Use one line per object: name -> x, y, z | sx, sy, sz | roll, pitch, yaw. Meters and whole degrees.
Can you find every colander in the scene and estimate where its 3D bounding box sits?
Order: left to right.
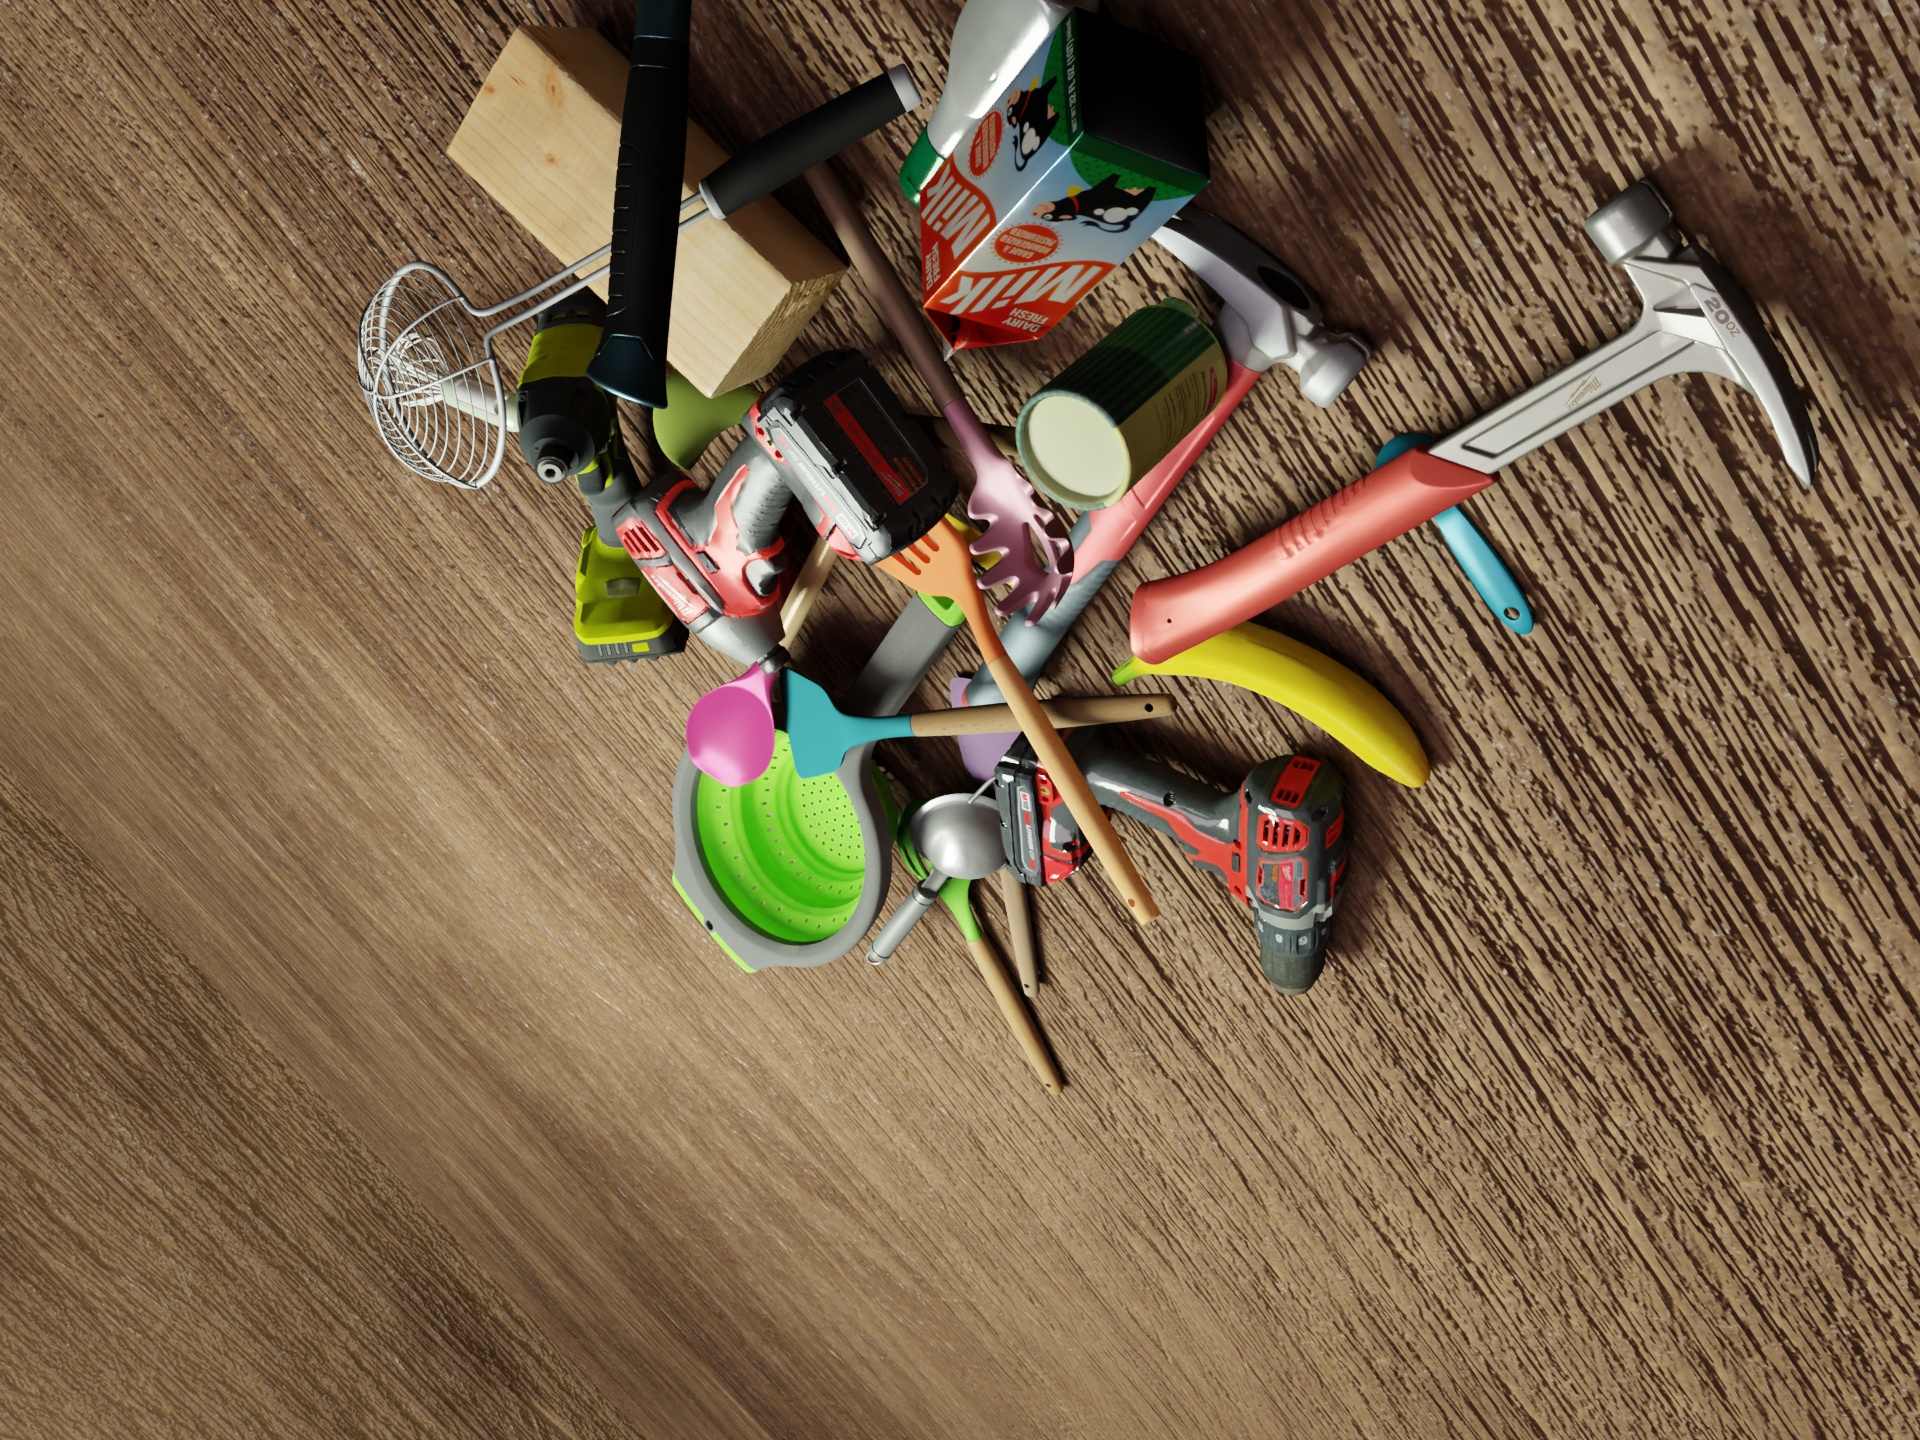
colander -> -0.075, 0.024, 1.176 | 0.205, 0.094, 0.397 | 48, 125, 15

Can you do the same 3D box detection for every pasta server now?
pasta server -> -0.022, -0.198, 0.883 | 0.060, 0.040, 0.316 | -34, 84, 45

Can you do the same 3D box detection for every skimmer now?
skimmer -> -0.180, -0.250, 0.873 | 0.363, 0.090, 0.127 | -26, 89, 10

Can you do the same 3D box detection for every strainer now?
strainer -> -0.022, 0.129, 1.213 | 0.087, 0.050, 0.258 | 22, 138, -12

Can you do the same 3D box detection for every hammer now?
hammer -> -0.153, -0.325, 0.799 | 0.128, 0.033, 0.331 | 8, 97, 9
hammer -> 0.075, -0.123, 0.932 | 0.143, 0.038, 0.386 | 40, 140, 4
hammer -> 0.224, -0.104, 0.799 | 0.359, 0.037, 0.149 | -31, 97, 44

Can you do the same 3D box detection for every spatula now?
spatula -> -0.002, -0.003, 1.041 | 0.317, 0.044, 0.082 | -4, 100, 32
spatula -> 0.028, -0.014, 0.975 | 0.323, 0.041, 0.081 | 60, 139, 16
spatula -> 0.037, 0.097, 1.196 | 0.060, 0.018, 0.315 | 12, 132, 26

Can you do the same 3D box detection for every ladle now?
ladle -> -0.065, -0.177, 0.971 | 0.320, 0.078, 0.062 | 13, 166, 32

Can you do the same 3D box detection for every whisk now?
whisk -> -0.364, -0.239, 1.136 | 0.059, 0.058, 0.247 | 30, 178, -43

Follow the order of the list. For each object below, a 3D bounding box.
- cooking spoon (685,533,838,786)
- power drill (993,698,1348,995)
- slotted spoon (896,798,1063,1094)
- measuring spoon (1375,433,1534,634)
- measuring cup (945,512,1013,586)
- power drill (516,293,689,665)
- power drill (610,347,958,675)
cooking spoon -> -0.120, -0.058, 1.083 | 0.069, 0.017, 0.318 | 33, 132, -1
power drill -> 0.144, 0.088, 1.055 | 0.227, 0.080, 0.187 | 14, 135, 26
slotted spoon -> 0.023, 0.194, 1.293 | 0.070, 0.031, 0.313 | -3, 126, 37
measuring spoon -> 0.259, -0.092, 0.828 | 0.128, 0.021, 0.042 | 52, 141, -10
measuring cup -> -0.001, -0.130, 1.015 | 0.156, 0.029, 0.062 | 35, 135, -11
power drill -> -0.245, -0.151, 1.083 | 0.080, 0.171, 0.223 | -6, 134, 2
power drill -> -0.110, -0.115, 0.959 | 0.219, 0.078, 0.143 | -27, 103, 46
